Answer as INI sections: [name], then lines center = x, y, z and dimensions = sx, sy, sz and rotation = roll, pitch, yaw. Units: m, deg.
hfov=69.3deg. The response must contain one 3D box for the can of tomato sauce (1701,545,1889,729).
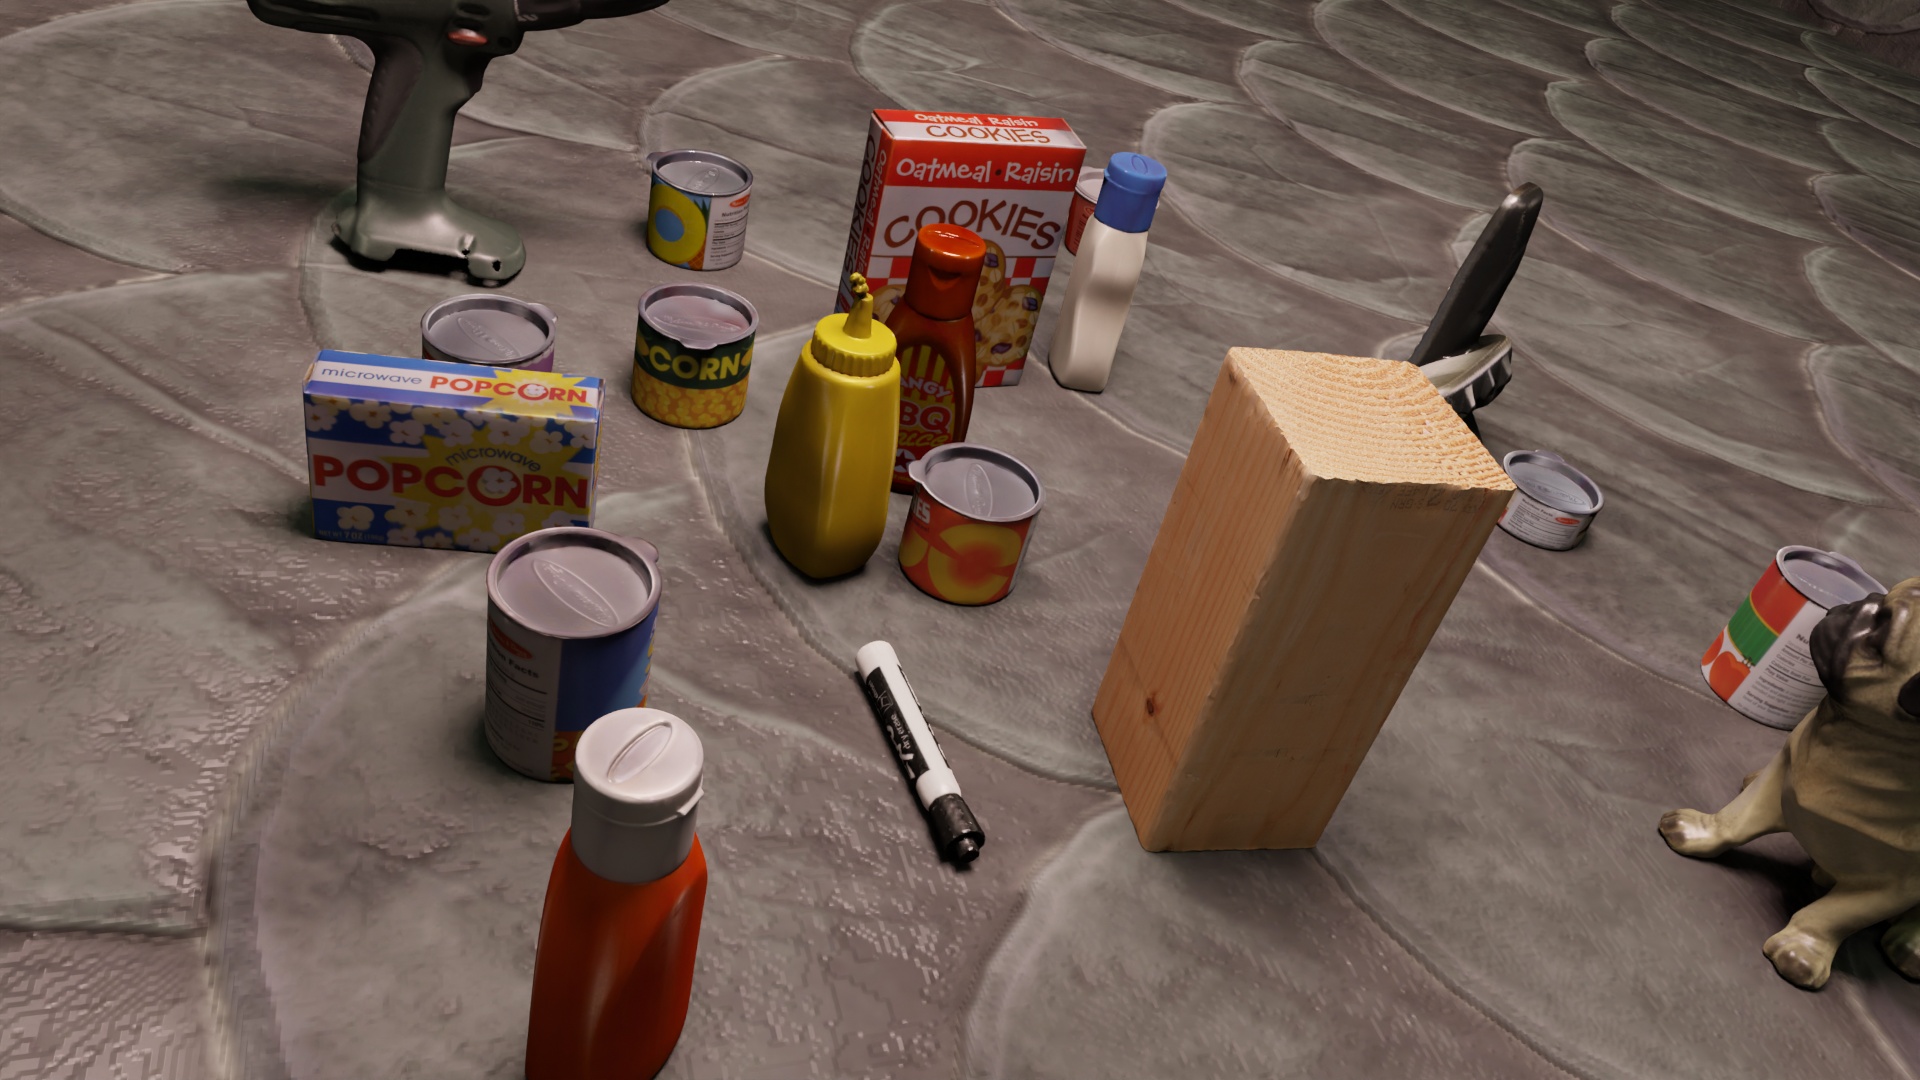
[can of tomato sauce]
center = 0.471, 0.054, 0.785
dimensions = 0.071, 0.082, 0.071
rotation = 10, 37, -8

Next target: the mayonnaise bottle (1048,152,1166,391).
[mayonnaise bottle]
center = 0.093, -0.171, 0.885
dimensions = 0.041, 0.147, 0.065
rotation = 9, 37, -9

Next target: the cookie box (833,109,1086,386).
[cookie box]
center = -0.006, -0.170, 0.832
dimensions = 0.123, 0.166, 0.040
rotation = -5, 41, -26

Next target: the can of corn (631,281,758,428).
[can of corn]
center = -0.151, -0.103, 0.784
dimensions = 0.071, 0.058, 0.071
rotation = 10, 37, -8

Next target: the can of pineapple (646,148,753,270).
[can of pineapple]
center = -0.176, -0.222, 0.928
dimensions = 0.071, 0.057, 0.071
rotation = 10, 37, -8

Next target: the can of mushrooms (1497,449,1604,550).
[can of mushrooms]
center = 0.376, -0.027, 0.896
dimensions = 0.071, 0.033, 0.071
rotation = 10, 37, -8

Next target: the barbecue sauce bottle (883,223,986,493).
[barbecue sauce bottle]
center = -0.020, -0.096, 0.747
dimensions = 0.065, 0.147, 0.044
rotation = 14, 37, -3

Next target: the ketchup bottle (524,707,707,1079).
[ketchup bottle]
center = -0.106, 0.117, 0.440
dimensions = 0.043, 0.148, 0.065
rotation = 25, 38, 13

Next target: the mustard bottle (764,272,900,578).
[mustard bottle]
center = -0.058, -0.057, 0.674
dimensions = 0.049, 0.159, 0.065
rotation = -15, 46, -35

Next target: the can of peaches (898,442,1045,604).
[can of peaches]
center = 0.003, -0.009, 0.718
dimensions = 0.071, 0.057, 0.071
rotation = 10, 37, -8

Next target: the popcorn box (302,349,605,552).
[popcorn box]
center = -0.234, -0.039, 0.648
dimensions = 0.127, 0.084, 0.038
rotation = 5, 38, -14

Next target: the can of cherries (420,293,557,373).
[can of cherries]
center = -0.246, -0.088, 0.730
dimensions = 0.071, 0.058, 0.072
rotation = 10, 37, -8

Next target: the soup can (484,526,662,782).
[soup can]
center = -0.157, 0.046, 0.568
dimensions = 0.071, 0.083, 0.072
rotation = 10, 37, -8

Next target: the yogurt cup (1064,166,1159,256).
[yogurt cup]
center = 0.113, -0.246, 1.068
dimensions = 0.072, 0.053, 0.073
rotation = 10, 37, -8
